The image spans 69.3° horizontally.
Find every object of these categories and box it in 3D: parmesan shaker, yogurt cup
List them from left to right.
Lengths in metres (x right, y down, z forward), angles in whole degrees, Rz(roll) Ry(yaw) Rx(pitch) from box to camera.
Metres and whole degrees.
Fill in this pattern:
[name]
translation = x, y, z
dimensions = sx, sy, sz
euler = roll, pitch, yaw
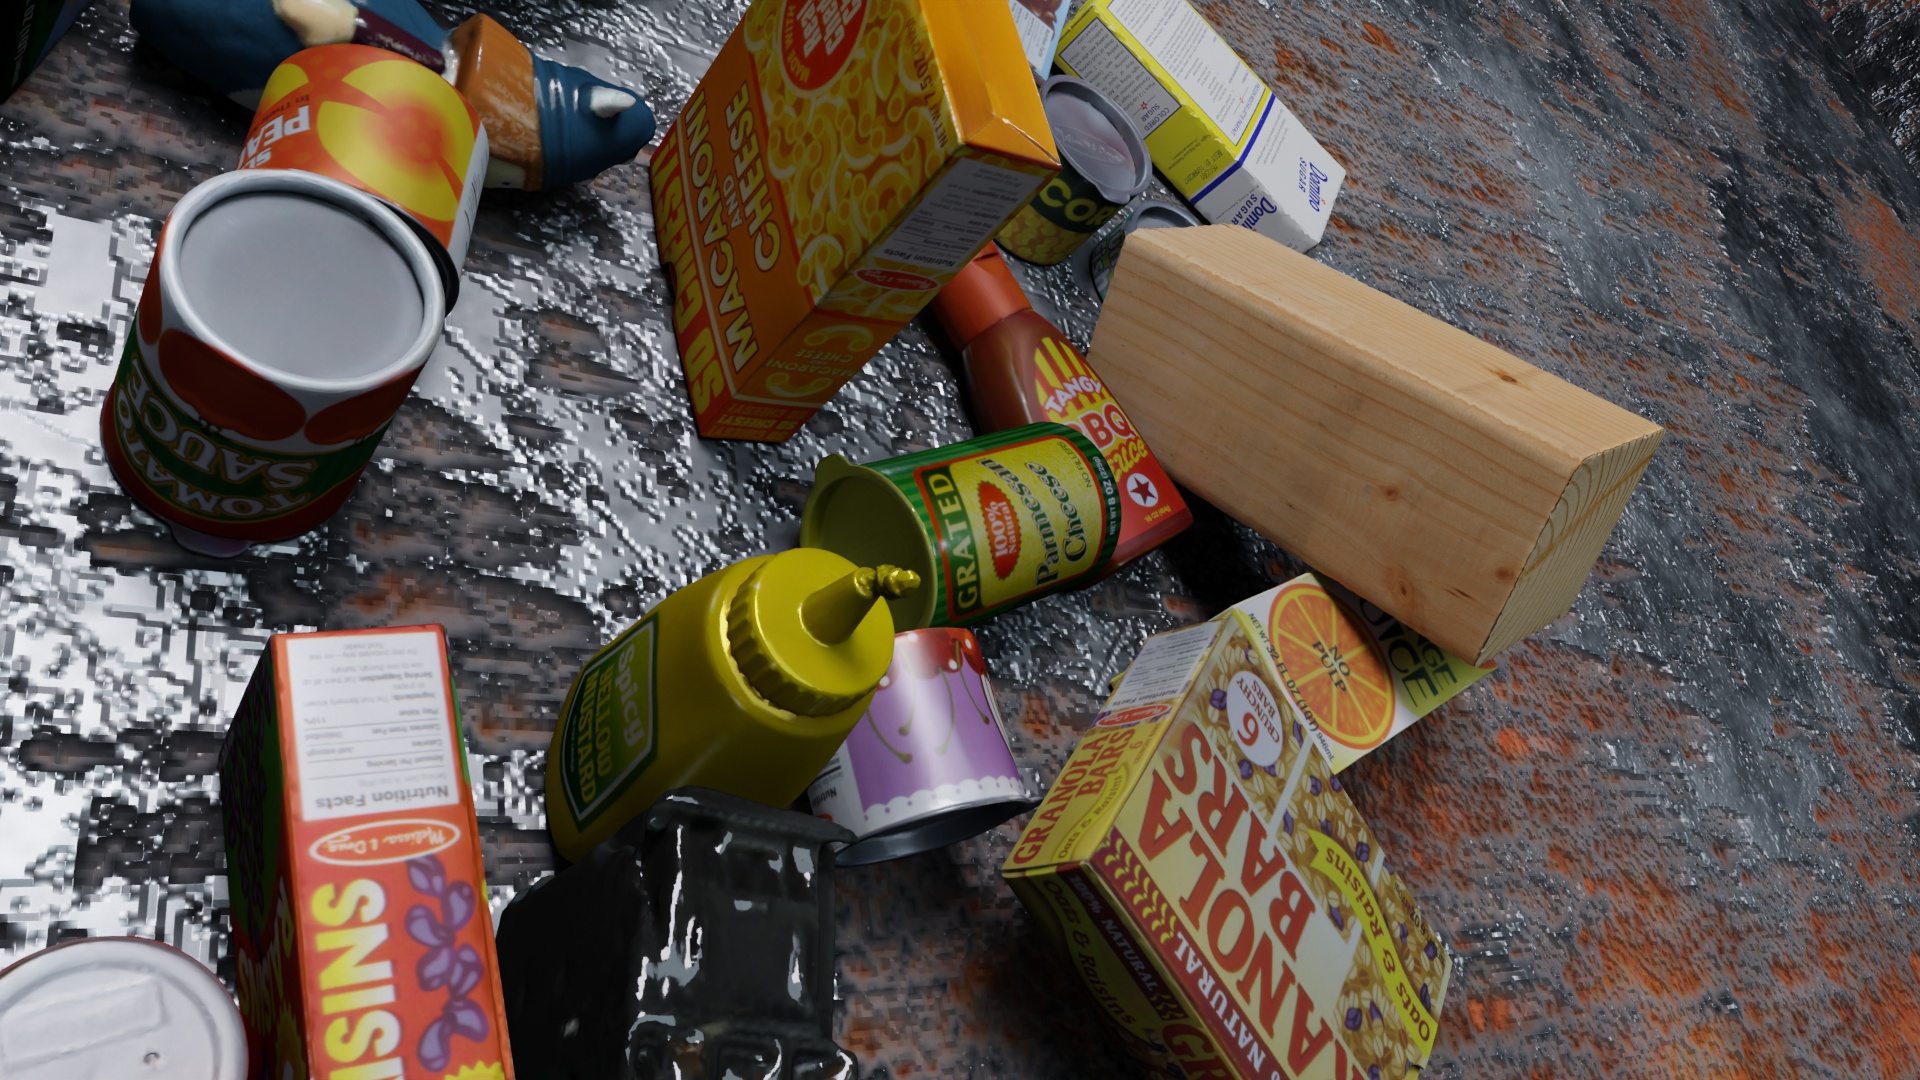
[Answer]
[yogurt cup]
translation = -0.181, 0.114, 0.284
dimensions = 0.072, 0.053, 0.073
euler = 21, 52, -29
[parmesan shaker]
translation = 0.002, -0.006, 0.500
dimensions = 0.103, 0.071, 0.071
euler = -18, 77, -44

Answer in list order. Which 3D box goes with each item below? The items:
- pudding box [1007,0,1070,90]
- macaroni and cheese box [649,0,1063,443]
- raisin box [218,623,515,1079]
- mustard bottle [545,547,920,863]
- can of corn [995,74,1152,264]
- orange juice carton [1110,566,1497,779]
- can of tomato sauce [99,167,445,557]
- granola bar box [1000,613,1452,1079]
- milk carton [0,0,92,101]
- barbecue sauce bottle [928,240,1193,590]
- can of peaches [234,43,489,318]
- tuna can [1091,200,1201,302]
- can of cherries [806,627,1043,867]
[pudding box]
translation = 0.024, -0.258, 0.702
dimensions = 0.049, 0.030, 0.084
euler = 31, 48, -20
[macaroni and cheese box]
translation = -0.047, -0.126, 0.464
dimensions = 0.040, 0.165, 0.124
euler = 4, 62, -38
[raisin box]
translation = -0.136, 0.092, 0.312
dimensions = 0.040, 0.085, 0.124
euler = 1, 63, -36
[mustard bottle]
translation = -0.059, 0.039, 0.356
dimensions = 0.049, 0.159, 0.065
euler = 12, 56, -33
[can of corn]
translation = 0.045, -0.168, 0.644
dimensions = 0.071, 0.058, 0.071
euler = 21, 53, -29
[orange juice carton]
translation = 0.160, 0.051, 0.592
dimensions = 0.193, 0.072, 0.072
euler = -17, 75, -45
[can of tomato sauce]
translation = -0.181, -0.045, 0.362
dimensions = 0.071, 0.082, 0.071
euler = 21, 52, -29
[granola bar box]
translation = 0.096, 0.126, 0.458
dimensions = 0.165, 0.039, 0.125
euler = 56, 43, -13
[milk carton]
translation = -0.268, -0.229, 0.412
dimensions = 0.073, 0.072, 0.191
euler = 28, 49, -24
[barbecue sauce bottle]
translation = 0.034, -0.055, 0.575
dimensions = 0.065, 0.043, 0.148
euler = -25, 81, -43
[can of peaches]
translation = -0.180, -0.104, 0.411
dimensions = 0.071, 0.071, 0.058
euler = 20, 53, -29
[tuna can]
translation = 0.097, -0.131, 0.681
dimensions = 0.071, 0.032, 0.071
euler = 21, 53, -29
[can of cherries]
translation = -0.016, 0.065, 0.442
dimensions = 0.071, 0.071, 0.058
euler = 0, 63, -40
